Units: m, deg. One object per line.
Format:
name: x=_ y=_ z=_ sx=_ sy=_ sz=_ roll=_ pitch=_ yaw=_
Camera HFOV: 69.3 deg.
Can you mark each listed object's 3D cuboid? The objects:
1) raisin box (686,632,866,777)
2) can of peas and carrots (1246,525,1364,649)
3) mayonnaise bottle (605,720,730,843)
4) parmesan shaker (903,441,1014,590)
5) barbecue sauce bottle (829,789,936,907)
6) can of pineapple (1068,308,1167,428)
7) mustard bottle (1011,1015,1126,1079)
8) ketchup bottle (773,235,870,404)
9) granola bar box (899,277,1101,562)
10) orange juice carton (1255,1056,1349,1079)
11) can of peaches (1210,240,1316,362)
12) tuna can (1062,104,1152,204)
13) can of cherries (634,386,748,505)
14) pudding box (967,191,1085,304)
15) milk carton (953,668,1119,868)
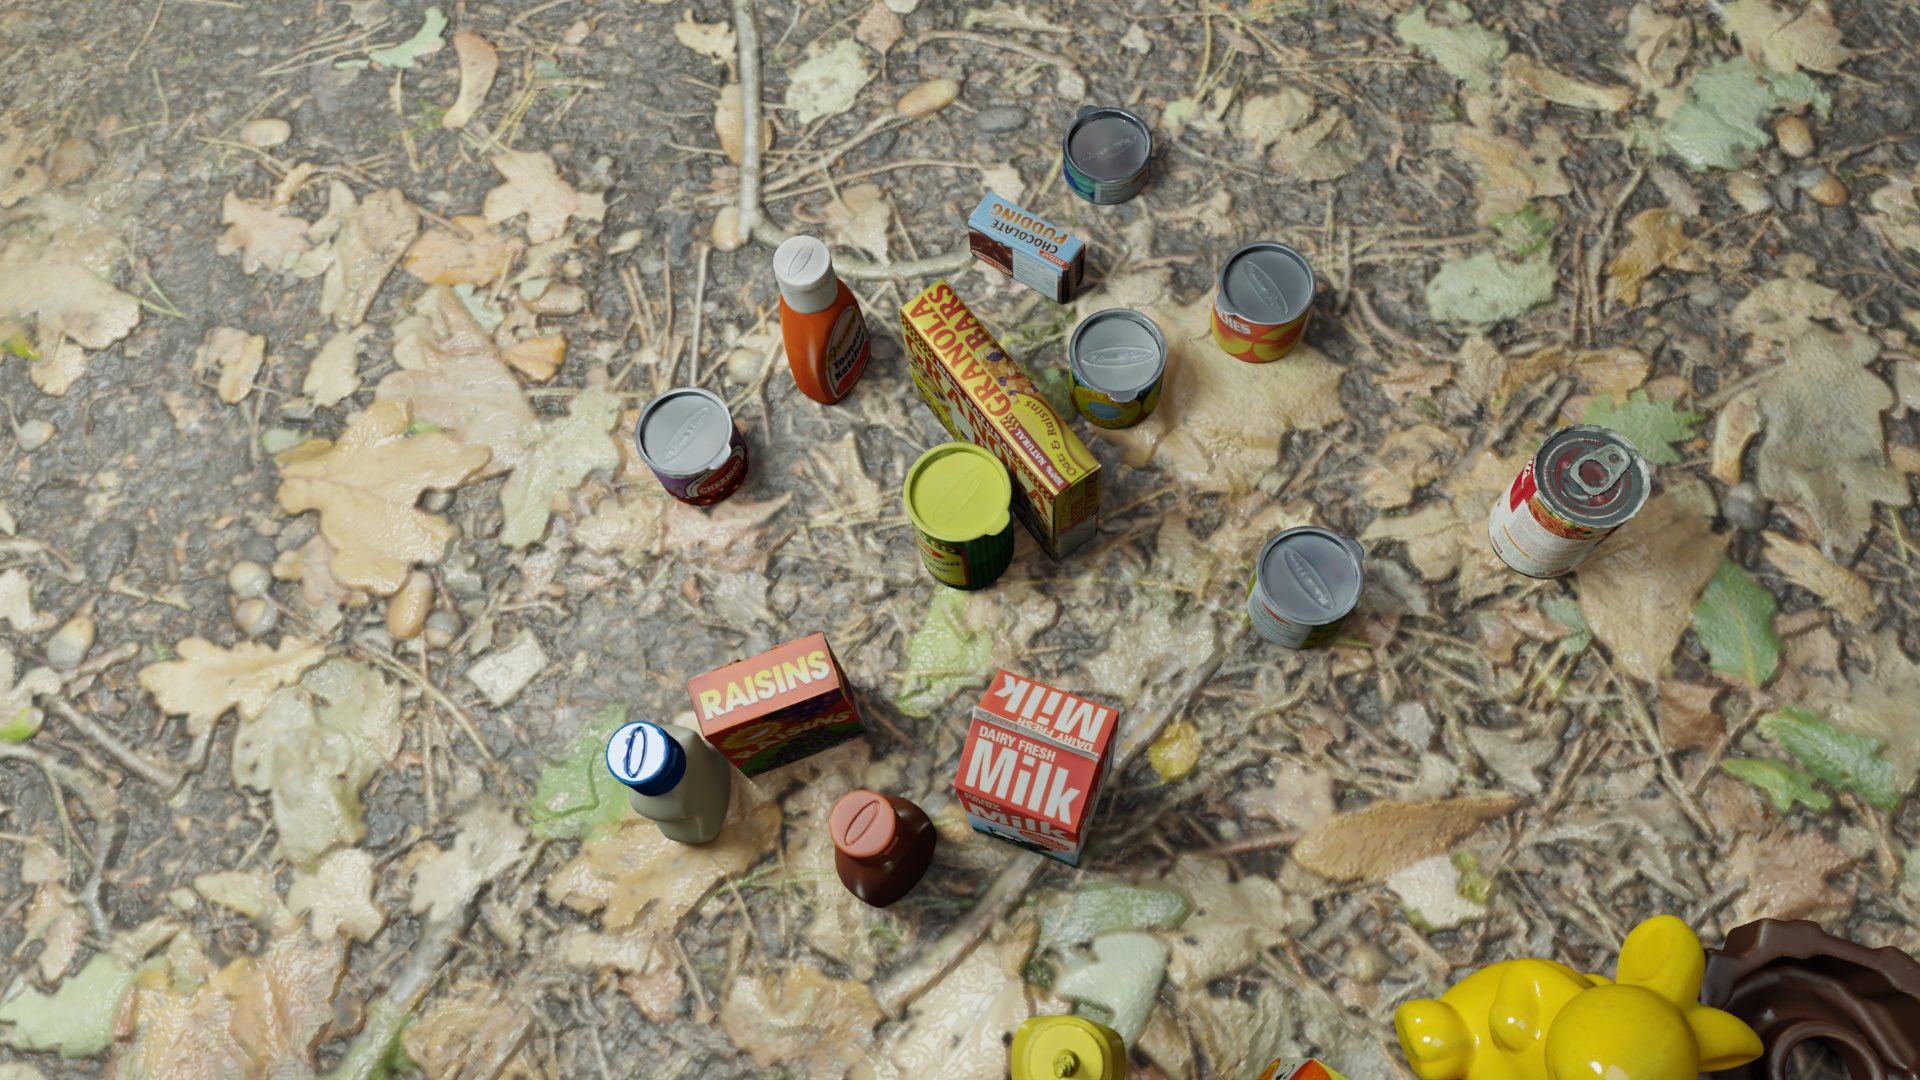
raisin box: x=-0.109 y=0.102 z=0.853 sx=0.086 sy=0.123 sz=0.040 roll=-19 pitch=70 yaw=-3
can of peas and carrots: x=0.222 y=0.030 z=0.893 sx=0.071 sy=0.058 sz=0.071 roll=-1 pitch=69 yaw=3
mayonnaise bottle: x=-0.173 y=0.141 z=0.829 sx=0.041 sy=0.147 sz=0.065 roll=3 pitch=70 yaw=5
parmesan shaker: x=0.003 y=-0.011 z=0.899 sx=0.071 sy=0.102 sz=0.071 roll=-1 pitch=70 yaw=3
barbecue sauce bottle: x=-0.047 y=0.176 z=0.807 sx=0.044 sy=0.148 sz=0.065 roll=35 pitch=76 yaw=15
can of pineapple: x=0.107 y=-0.116 z=0.956 sx=0.071 sy=0.057 sz=0.071 roll=-1 pitch=69 yaw=3
mustard bottle: x=0.059 y=0.283 z=0.754 sx=0.065 sy=0.159 sz=0.049 roll=5 pitch=70 yaw=6
ketchup bottle: x=-0.095 y=-0.150 z=0.934 sx=0.043 sy=0.148 sz=0.065 roll=26 pitch=74 yaw=13
granola bar box: x=0.026 y=-0.075 z=0.911 sx=0.039 sy=0.124 sz=0.166 roll=-35 pitch=71 yaw=-9
orange juice carton: x=0.184 y=0.318 z=0.715 sx=0.073 sy=0.192 sz=0.072 roll=35 pitch=76 yaw=15
can of peaches: x=0.207 y=-0.164 z=0.968 sx=0.071 sy=0.058 sz=0.071 roll=-1 pitch=69 yaw=3
tuna can: x=0.108 y=-0.288 z=1.034 sx=0.071 sy=0.032 sz=0.071 roll=-1 pitch=69 yaw=3
can of cherries: x=-0.182 y=-0.062 z=0.955 sx=0.071 sy=0.058 sz=0.072 roll=-1 pitch=69 yaw=3
pudding box: x=0.047 y=-0.210 z=1.000 sx=0.084 sy=0.049 sz=0.030 roll=31 pitch=75 yaw=14
milk carton: x=0.045 y=0.130 z=0.796 sx=0.072 sy=0.190 sz=0.073 roll=19 pitch=72 yaw=11
